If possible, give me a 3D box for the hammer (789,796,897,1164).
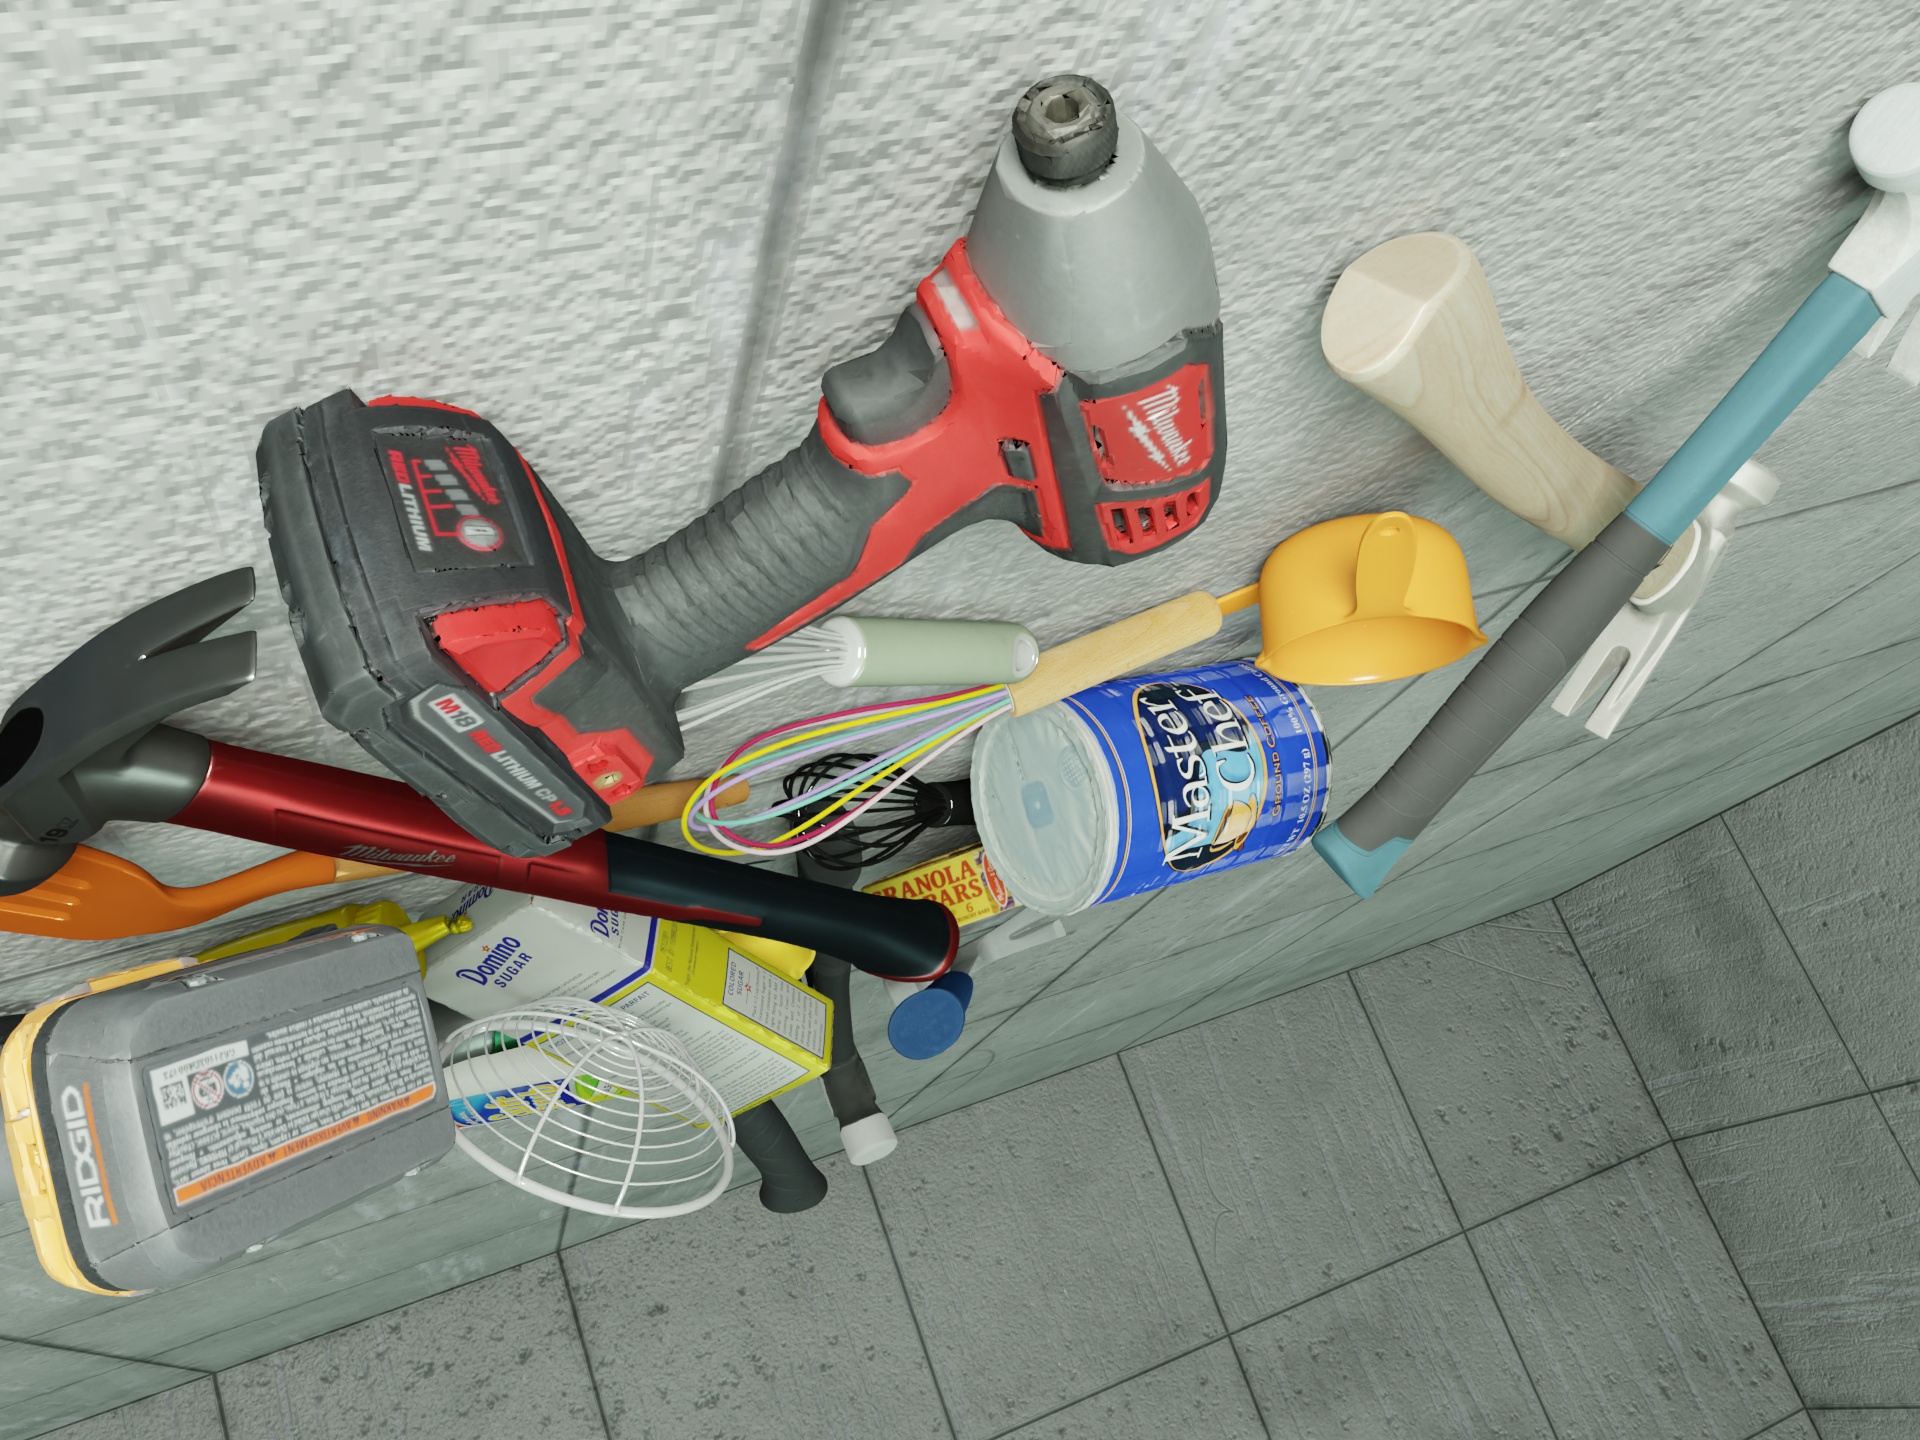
[{"bbox_3d":[-0.075,0.133,0.892,0.035,0.146,0.334,-19,151,-14],"label":"hammer"}]

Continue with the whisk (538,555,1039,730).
[{"bbox_3d":[-0.048,-0.023,0.549,0.059,0.058,0.246,9,-173,37],"label":"whisk"}]

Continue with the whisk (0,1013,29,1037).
[{"bbox_3d":[-0.404,0.119,0.539,0.070,0.070,0.284,-25,168,11],"label":"whisk"}]

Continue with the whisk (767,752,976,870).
[{"bbox_3d":[-0.010,0.039,0.775,0.055,0.055,0.239,-31,165,27],"label":"whisk"}]

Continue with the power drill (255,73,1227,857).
[{"bbox_3d":[-0.040,-0.060,0.379,0.219,0.079,0.143,-25,154,-1],"label":"power drill"}]

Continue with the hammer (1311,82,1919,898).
[{"bbox_3d":[0.241,-0.060,0.583,0.128,0.033,0.331,10,124,-49],"label":"hammer"}]

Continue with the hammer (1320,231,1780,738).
[{"bbox_3d":[0.229,-0.082,0.617,0.410,0.038,0.146,11,111,-54],"label":"hammer"}]

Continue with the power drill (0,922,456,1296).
[{"bbox_3d":[-0.270,0.122,0.504,0.226,0.084,0.185,-13,179,23],"label":"power drill"}]

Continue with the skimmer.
[{"bbox_3d":[-0.270,0.184,0.695,0.363,0.090,0.127,-13,178,22],"label":"skimmer"}]

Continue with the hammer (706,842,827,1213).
[{"bbox_3d":[-0.134,0.201,0.923,0.149,0.036,0.408,-23,144,-7],"label":"hammer"}]

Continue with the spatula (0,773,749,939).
[{"bbox_3d":[-0.209,0.039,0.577,0.322,0.041,0.081,-9,159,-46],"label":"spatula"}]

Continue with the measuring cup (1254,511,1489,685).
[{"bbox_3d":[0.162,-0.064,0.629,0.095,0.052,0.173,-6,161,9],"label":"measuring cup"}]

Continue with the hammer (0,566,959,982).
[{"bbox_3d":[-0.115,0.045,0.548,0.143,0.038,0.386,-28,151,30],"label":"hammer"}]

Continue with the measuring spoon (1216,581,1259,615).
[{"bbox_3d":[0.109,-0.043,0.714,0.117,0.011,0.021,-23,163,3],"label":"measuring spoon"}]

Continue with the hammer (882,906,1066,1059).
[{"bbox_3d":[0.000,0.167,1.030,0.144,0.035,0.405,-27,175,1],"label":"hammer"}]

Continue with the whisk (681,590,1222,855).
[{"bbox_3d":[-0.001,-0.001,0.664,0.245,0.047,0.051,-22,-163,-12],"label":"whisk"}]

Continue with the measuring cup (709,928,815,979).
[{"bbox_3d":[-0.138,0.127,0.787,0.156,0.029,0.062,-31,137,24],"label":"measuring cup"}]
